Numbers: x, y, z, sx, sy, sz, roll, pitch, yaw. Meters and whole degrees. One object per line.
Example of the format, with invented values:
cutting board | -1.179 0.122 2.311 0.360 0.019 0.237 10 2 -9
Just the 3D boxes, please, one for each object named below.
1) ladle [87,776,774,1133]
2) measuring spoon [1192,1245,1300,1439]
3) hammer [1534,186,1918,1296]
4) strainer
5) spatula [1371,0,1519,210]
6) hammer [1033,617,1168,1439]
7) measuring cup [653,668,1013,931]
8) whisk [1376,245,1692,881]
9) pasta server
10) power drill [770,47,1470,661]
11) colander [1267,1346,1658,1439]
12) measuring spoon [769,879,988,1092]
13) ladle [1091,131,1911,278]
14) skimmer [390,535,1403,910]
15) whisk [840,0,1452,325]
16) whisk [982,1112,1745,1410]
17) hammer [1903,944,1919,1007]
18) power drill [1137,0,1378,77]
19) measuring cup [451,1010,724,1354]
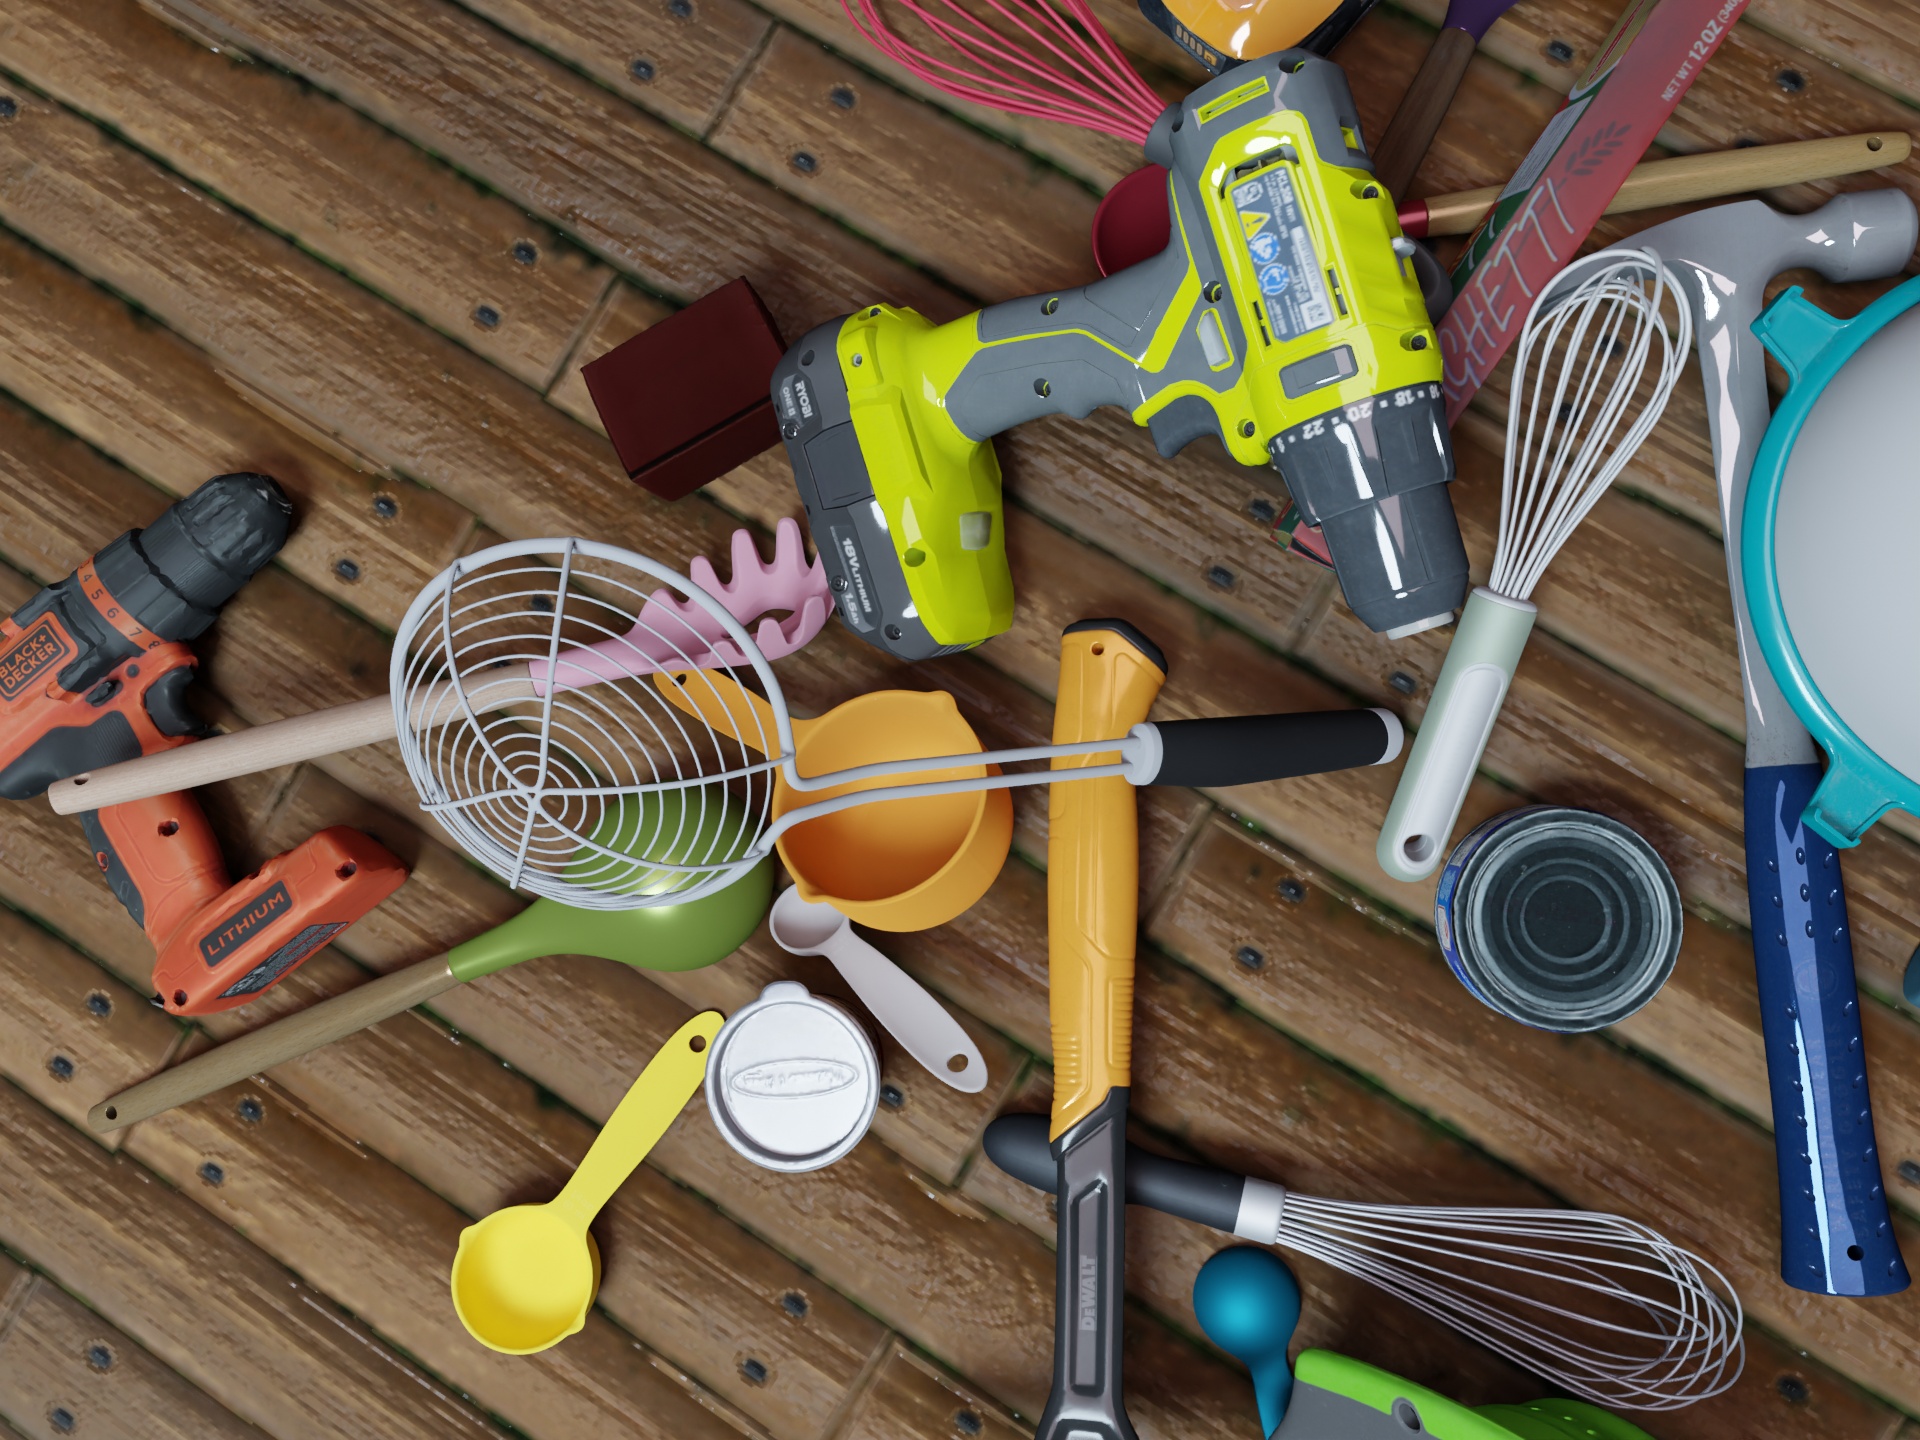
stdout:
ladle | -0.224 0.109 0.660 0.320 0.062 0.078 -24 85 12
measuring spoon | 0.125 0.268 0.613 0.042 0.021 0.128 -18 85 5
hammer | 0.301 0.006 0.599 0.144 0.035 0.405 -5 86 6
strainer | 0.437 -0.066 0.496 0.340 0.095 0.211 -5 88 8
spatula | 0.183 -0.241 0.613 0.060 0.018 0.316 27 81 13
hammer | 0.041 0.126 0.599 0.127 0.034 0.337 0 77 14
measuring cup | -0.055 0.021 0.639 0.174 0.052 0.095 28 79 32
whisk | 0.204 -0.052 0.586 0.058 0.059 0.246 15 106 -4
pasta server | -0.197 -0.015 0.626 0.316 0.040 0.060 -15 46 -7
power drill | 0.058 -0.100 0.569 0.228 0.080 0.190 -17 90 29
colander | 0.230 0.382 0.559 0.094 0.204 0.397 -24 103 -32
measuring spoon | -0.030 0.105 0.619 0.034 0.018 0.124 -41 54 -14
ladle | 0.209 -0.203 0.626 0.315 0.031 0.069 -7 86 5
skimmer | -0.001 -0.002 0.549 0.090 0.363 0.127 51 134 43
whisk | 0.063 -0.235 0.606 0.296 0.073 0.073 40 92 17
whisk | 0.145 0.193 0.601 0.284 0.070 0.070 13 89 13
hammer | 0.457 0.212 0.571 0.128 0.033 0.331 -36 84 5
power drill | 0.107 -0.295 0.541 0.084 0.226 0.185 43 93 7
measuring cup | -0.145 0.186 0.654 0.062 0.029 0.156 35 80 7
